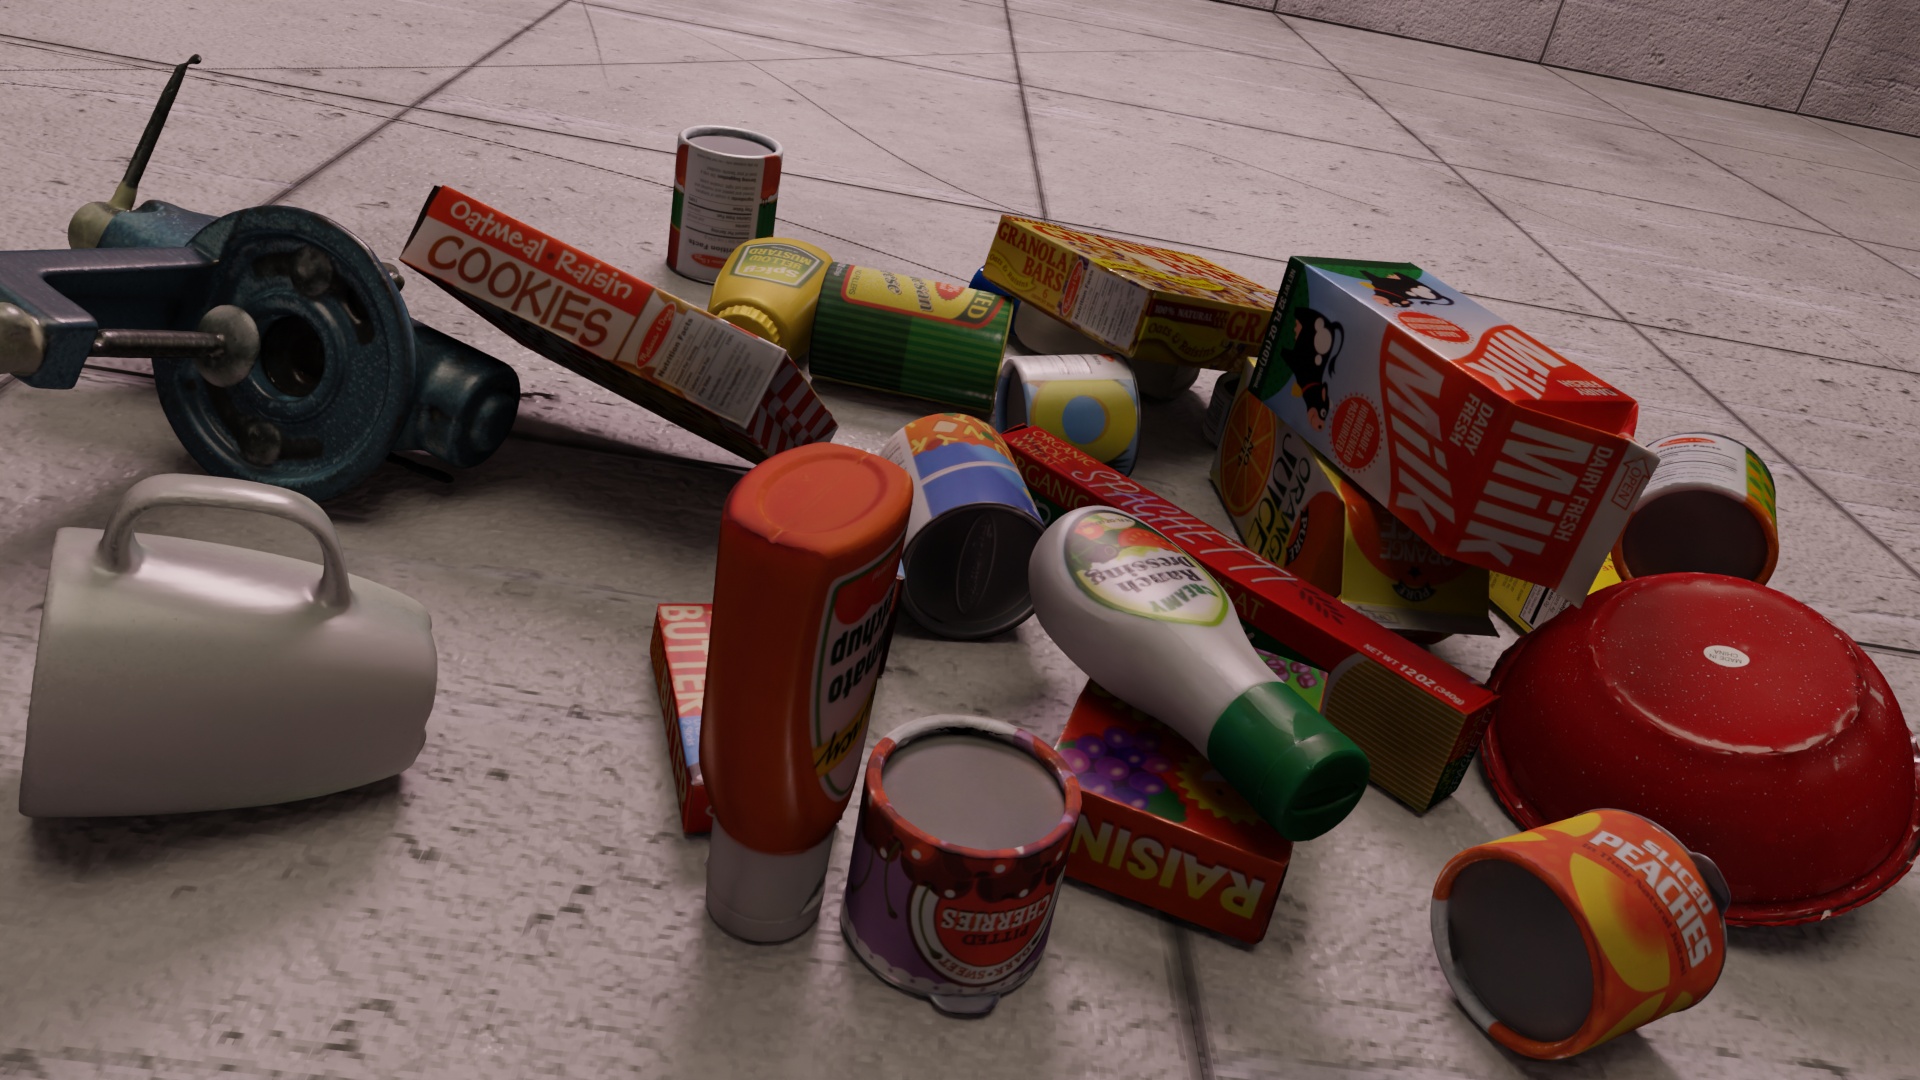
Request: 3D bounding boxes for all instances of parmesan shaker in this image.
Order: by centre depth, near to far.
[{"bbox_3d":[-0.027,-0.111,0.762,0.103,0.071,0.071,11,29,-1],"label":"parmesan shaker"}]

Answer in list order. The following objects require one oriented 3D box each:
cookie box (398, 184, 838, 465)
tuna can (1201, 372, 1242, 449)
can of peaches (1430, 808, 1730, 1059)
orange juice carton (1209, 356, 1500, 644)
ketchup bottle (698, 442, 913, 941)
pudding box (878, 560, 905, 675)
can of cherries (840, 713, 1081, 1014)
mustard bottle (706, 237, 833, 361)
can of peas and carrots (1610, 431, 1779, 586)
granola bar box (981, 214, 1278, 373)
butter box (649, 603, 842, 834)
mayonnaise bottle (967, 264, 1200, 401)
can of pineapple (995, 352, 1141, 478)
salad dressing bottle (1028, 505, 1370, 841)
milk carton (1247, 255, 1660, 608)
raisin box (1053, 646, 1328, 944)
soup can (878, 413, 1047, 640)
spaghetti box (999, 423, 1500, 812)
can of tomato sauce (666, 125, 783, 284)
[{"bbox_3d":[-0.145,-0.087,0.618,0.167,0.040,0.123,27,-6,8],"label":"cookie box"},{"bbox_3d":[0.177,-0.070,0.799,0.071,0.032,0.071,9,30,-5],"label":"tuna can"},{"bbox_3d":[0.194,0.122,0.436,0.058,0.071,0.071,-7,34,-28],"label":"can of peaches"},{"bbox_3d":[0.185,-0.012,0.662,0.072,0.072,0.193,7,31,-11],"label":"orange juice carton"},{"bbox_3d":[-0.049,0.049,0.395,0.043,0.148,0.065,20,31,14],"label":"ketchup bottle"},{"bbox_3d":[-0.046,0.011,0.563,0.030,0.049,0.084,5,30,-14],"label":"pudding box"},{"bbox_3d":[0.001,0.096,0.422,0.071,0.058,0.072,9,29,-5],"label":"can of cherries"},{"bbox_3d":[-0.110,-0.125,0.774,0.065,0.048,0.161,10,29,0],"label":"mustard bottle"},{"bbox_3d":[0.329,-0.006,0.622,0.071,0.070,0.059,22,34,17],"label":"can of peas and carrots"},{"bbox_3d":[0.113,-0.132,0.768,0.166,0.039,0.124,0,27,-42],"label":"granola bar box"},{"bbox_3d":[-0.077,0.060,0.492,0.053,0.024,0.104,0,32,-21],"label":"butter box"},{"bbox_3d":[0.074,-0.131,0.857,0.148,0.041,0.065,25,28,20],"label":"mayonnaise bottle"},{"bbox_3d":[0.053,-0.059,0.701,0.058,0.070,0.071,-3,32,-13],"label":"can of pineapple"},{"bbox_3d":[0.078,0.042,0.479,0.064,0.043,0.148,-8,34,-28],"label":"salad dressing bottle"},{"bbox_3d":[0.212,-0.053,0.595,0.073,0.072,0.191,-3,34,-25],"label":"milk carton"},{"bbox_3d":[0.080,0.079,0.501,0.086,0.040,0.124,19,29,12],"label":"raisin box"},{"bbox_3d":[0.002,-0.007,0.595,0.071,0.071,0.084,4,30,-14],"label":"soup can"},{"bbox_3d":[0.104,0.024,0.593,0.029,0.050,0.250,-18,41,-43],"label":"spaghetti box"},{"bbox_3d":[-0.149,-0.213,0.877,0.071,0.082,0.071,9,30,-5],"label":"can of tomato sauce"}]
